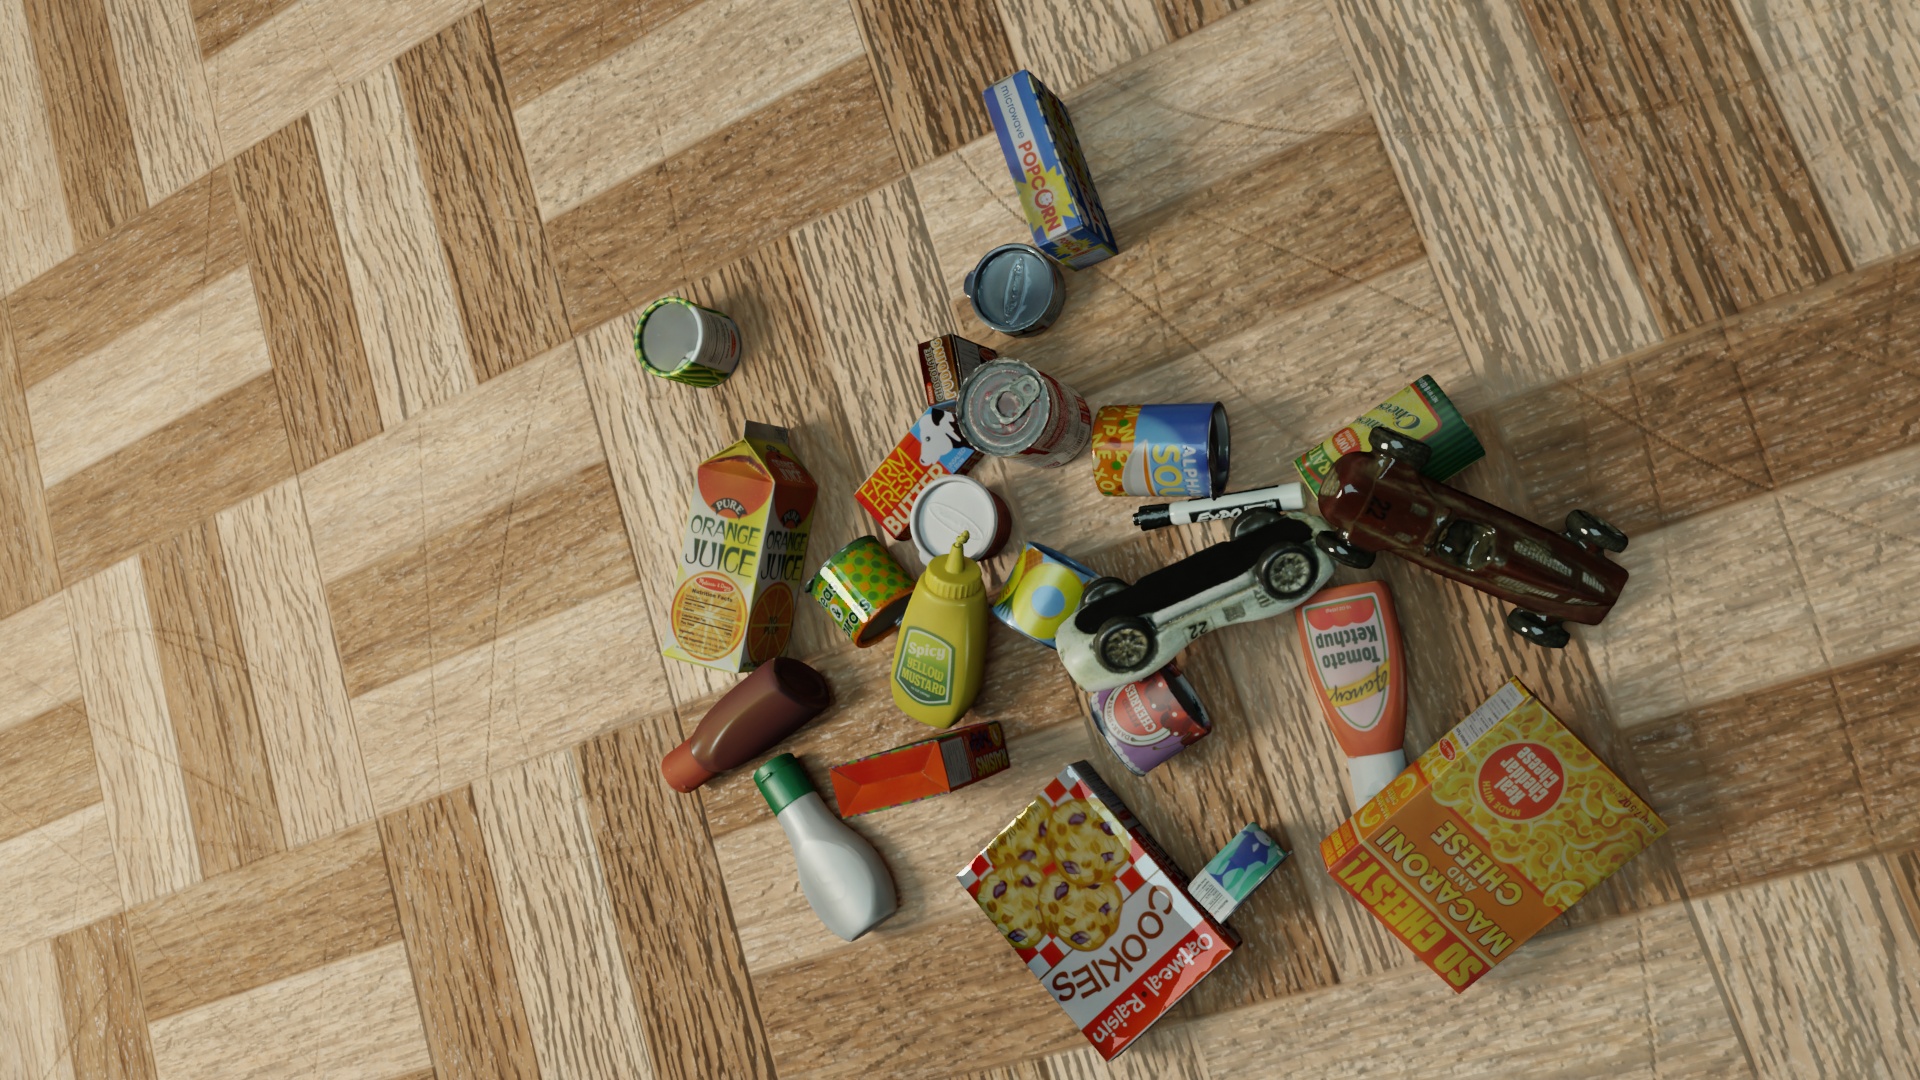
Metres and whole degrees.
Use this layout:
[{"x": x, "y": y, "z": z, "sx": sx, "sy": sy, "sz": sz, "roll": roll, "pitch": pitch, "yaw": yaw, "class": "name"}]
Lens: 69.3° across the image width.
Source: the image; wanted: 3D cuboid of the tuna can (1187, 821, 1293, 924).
[{"x": 0.188, "y": 0.221, "z": 0.934, "sx": 0.033, "sy": 0.071, "sz": 0.071, "roll": 44, "pitch": 103, "yaw": 19, "class": "tuna can"}]

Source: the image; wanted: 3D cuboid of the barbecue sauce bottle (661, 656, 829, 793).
[{"x": -0.174, "y": 0.148, "z": 1.087, "sx": 0.148, "sy": 0.065, "sz": 0.044, "roll": -37, "pitch": 50, "yaw": 24, "class": "barbecue sauce bottle"}]

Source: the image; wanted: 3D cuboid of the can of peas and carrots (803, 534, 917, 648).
[{"x": -0.072, "y": 0.040, "z": 1.046, "sx": 0.071, "sy": 0.071, "sz": 0.059, "roll": -47, "pitch": 73, "yaw": 13, "class": "can of peas and carrots"}]

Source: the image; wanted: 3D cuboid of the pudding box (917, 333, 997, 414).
[{"x": 0.003, "y": -0.119, "z": 1.019, "sx": 0.030, "sy": 0.084, "sz": 0.049, "roll": -14, "pitch": 83, "yaw": 24, "class": "pudding box"}]

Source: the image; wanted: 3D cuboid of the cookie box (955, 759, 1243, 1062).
[{"x": 0.097, "y": 0.260, "z": 0.981, "sx": 0.122, "sy": 0.040, "sz": 0.168, "roll": -47, "pitch": 71, "yaw": 13, "class": "cookie box"}]

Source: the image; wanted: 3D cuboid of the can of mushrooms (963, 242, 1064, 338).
[{"x": 0.041, "y": -0.186, "z": 1.035, "sx": 0.071, "sy": 0.033, "sz": 0.071, "roll": -1, "pitch": 87, "yaw": 22, "class": "can of mushrooms"}]

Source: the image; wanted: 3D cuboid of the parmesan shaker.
[{"x": 0.281, "y": -0.056, "z": 0.914, "sx": 0.103, "sy": 0.071, "sz": 0.071, "roll": -35, "pitch": 75, "yaw": 16, "class": "parmesan shaker"}]

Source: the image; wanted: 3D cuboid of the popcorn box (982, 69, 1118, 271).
[{"x": 0.066, "y": -0.265, "z": 1.001, "sx": 0.038, "sy": 0.085, "sz": 0.127, "roll": -22, "pitch": 80, "yaw": 21, "class": "popcorn box"}]

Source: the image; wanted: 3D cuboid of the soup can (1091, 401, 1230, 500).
[{"x": 0.140, "y": -0.061, "z": 0.968, "sx": 0.084, "sy": 0.071, "sz": 0.071, "roll": 0, "pitch": 87, "yaw": 23, "class": "soup can"}]

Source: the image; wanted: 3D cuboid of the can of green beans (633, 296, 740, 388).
[{"x": -0.221, "y": -0.160, "z": 1.125, "sx": 0.071, "sy": 0.058, "sz": 0.071, "roll": -1, "pitch": 86, "yaw": 22, "class": "can of green beans"}]

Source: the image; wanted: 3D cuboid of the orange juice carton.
[{"x": -0.168, "y": 0.003, "z": 1.086, "sx": 0.073, "sy": 0.072, "sz": 0.192, "roll": 11, "pitch": 91, "yaw": 22, "class": "orange juice carton"}]

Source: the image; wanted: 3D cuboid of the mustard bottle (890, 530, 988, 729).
[{"x": -0.012, "y": 0.060, "z": 0.997, "sx": 0.065, "sy": 0.049, "sz": 0.159, "roll": 21, "pitch": 125, "yaw": 20, "class": "mustard bottle"}]

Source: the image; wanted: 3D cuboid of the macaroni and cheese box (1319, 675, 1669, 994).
[{"x": 0.330, "y": 0.186, "z": 0.870, "sx": 0.123, "sy": 0.040, "sz": 0.166, "roll": 43, "pitch": 104, "yaw": -6, "class": "macaroni and cheese box"}]

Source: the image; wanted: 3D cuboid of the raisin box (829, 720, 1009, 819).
[{"x": -0.027, "y": 0.162, "z": 0.991, "sx": 0.086, "sy": 0.123, "sz": 0.040, "roll": -18, "pitch": 82, "yaw": 20, "class": "raisin box"}]

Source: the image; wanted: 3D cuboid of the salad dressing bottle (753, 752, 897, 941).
[{"x": -0.106, "y": 0.232, "z": 1.063, "sx": 0.064, "sy": 0.044, "sz": 0.148, "roll": -41, "pitch": 72, "yaw": 17, "class": "salad dressing bottle"}]

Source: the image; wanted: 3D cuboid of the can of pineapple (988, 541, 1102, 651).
[{"x": 0.062, "y": 0.039, "z": 0.994, "sx": 0.071, "sy": 0.071, "sz": 0.057, "roll": 29, "pitch": 97, "yaw": 21, "class": "can of pineapple"}]

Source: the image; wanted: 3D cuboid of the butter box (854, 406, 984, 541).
[{"x": -0.029, "y": -0.054, "z": 1.059, "sx": 0.053, "sy": 0.024, "sz": 0.103, "roll": 46, "pitch": 103, "yaw": 19, "class": "butter box"}]

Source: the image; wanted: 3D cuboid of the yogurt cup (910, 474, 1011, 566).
[{"x": 0.004, "y": -0.013, "z": 1.027, "sx": 0.072, "sy": 0.054, "sz": 0.072, "roll": -1, "pitch": 86, "yaw": 22, "class": "yogurt cup"}]

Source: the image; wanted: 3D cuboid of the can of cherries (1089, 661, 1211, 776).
[{"x": 0.131, "y": 0.120, "z": 0.959, "sx": 0.058, "sy": 0.071, "sz": 0.071, "roll": -35, "pitch": 75, "yaw": 16, "class": "can of cherries"}]

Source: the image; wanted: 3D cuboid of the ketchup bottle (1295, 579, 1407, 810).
[{"x": 0.267, "y": 0.103, "z": 0.920, "sx": 0.064, "sy": 0.043, "sz": 0.149, "roll": -13, "pitch": 82, "yaw": 23, "class": "ketchup bottle"}]
